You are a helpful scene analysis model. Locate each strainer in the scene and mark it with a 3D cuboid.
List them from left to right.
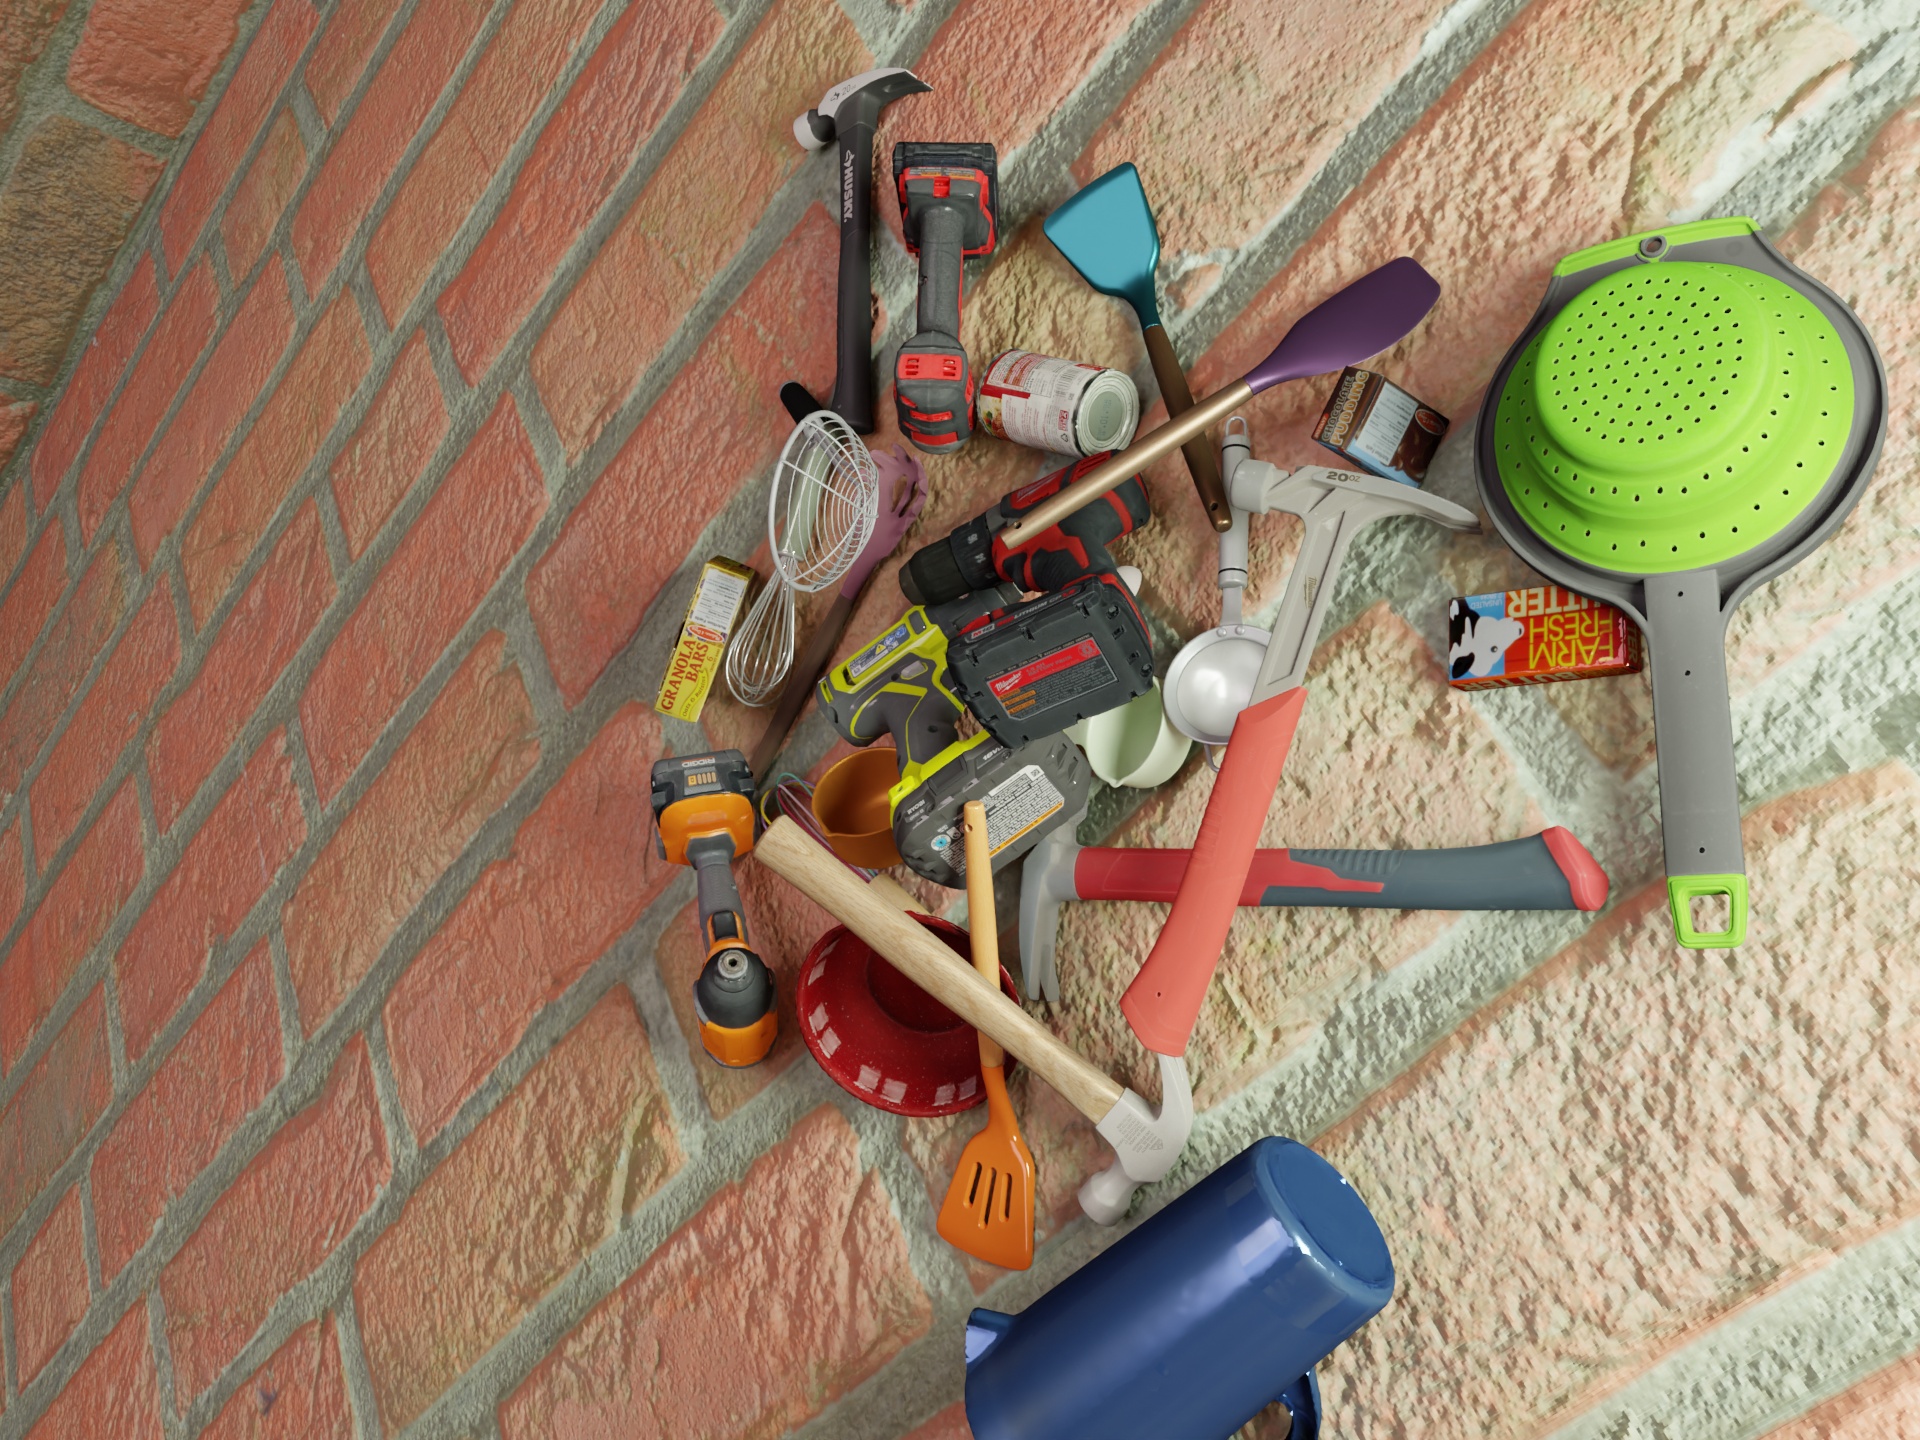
[{"bbox_3d":[0.178,-0.083,1.031,0.087,0.050,0.259,-3,70,23],"label":"strainer"}]

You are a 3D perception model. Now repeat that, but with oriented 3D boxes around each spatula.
[{"bbox_3d":[0.014,0.208,1.049,0.081,0.041,0.322,10,112,37],"label":"spatula"},{"bbox_3d":[0.133,-0.255,1.100,0.082,0.044,0.318,-30,53,24],"label":"spatula"},{"bbox_3d":[0.162,-0.197,1.012,0.316,0.018,0.060,-31,56,5],"label":"spatula"}]

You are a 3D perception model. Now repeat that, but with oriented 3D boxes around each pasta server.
[{"bbox_3d":[-0.108,-0.078,1.294,0.060,0.040,0.316,35,105,23],"label":"pasta server"}]

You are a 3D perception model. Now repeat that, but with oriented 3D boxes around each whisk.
[{"bbox_3d":[-0.145,-0.130,1.338,0.058,0.059,0.246,3,75,60],"label":"whisk"},{"bbox_3d":[-0.074,0.111,1.214,0.245,0.047,0.051,38,117,37],"label":"whisk"}]

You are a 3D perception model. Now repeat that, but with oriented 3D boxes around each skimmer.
[{"bbox_3d":[-0.132,-0.210,1.235,0.364,0.090,0.127,-121,27,-60],"label":"skimmer"}]

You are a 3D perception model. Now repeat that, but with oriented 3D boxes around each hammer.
[{"bbox_3d":[-0.087,-0.401,1.361,0.146,0.035,0.335,-14,70,41],"label":"hammer"},{"bbox_3d":[0.006,0.171,1.009,0.331,0.031,0.130,38,111,6],"label":"hammer"},{"bbox_3d":[0.182,0.027,0.939,0.149,0.036,0.359,18,88,25],"label":"hammer"},{"bbox_3d":[0.193,0.111,0.967,0.386,0.038,0.143,-4,78,42],"label":"hammer"}]

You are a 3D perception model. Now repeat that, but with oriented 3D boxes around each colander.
[{"bbox_3d":[0.358,-0.088,0.801,0.204,0.094,0.397,-7,74,30],"label":"colander"}]

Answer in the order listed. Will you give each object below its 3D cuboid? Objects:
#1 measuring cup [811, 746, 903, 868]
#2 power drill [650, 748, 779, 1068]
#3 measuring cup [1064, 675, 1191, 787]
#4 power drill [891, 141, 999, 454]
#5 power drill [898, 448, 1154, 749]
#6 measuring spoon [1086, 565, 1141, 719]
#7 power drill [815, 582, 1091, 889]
[{"bbox_3d":[-0.030,0.082,1.159,0.174,0.052,0.095,24,58,34],"label":"measuring cup"},{"bbox_3d":[-0.187,0.140,1.236,0.164,0.084,0.227,102,157,-61],"label":"power drill"},{"bbox_3d":[0.096,0.012,1.090,0.167,0.038,0.083,-11,67,56],"label":"measuring cup"},{"bbox_3d":[-0.014,-0.314,1.211,0.078,0.143,0.220,2,77,4],"label":"power drill"},{"bbox_3d":[0.039,-0.083,1.057,0.188,0.080,0.227,-23,32,18],"label":"power drill"},{"bbox_3d":[0.097,-0.056,1.083,0.034,0.018,0.124,-26,40,53],"label":"measuring spoon"},{"bbox_3d":[-0.002,-0.004,1.115,0.171,0.080,0.223,-36,39,7],"label":"power drill"}]
